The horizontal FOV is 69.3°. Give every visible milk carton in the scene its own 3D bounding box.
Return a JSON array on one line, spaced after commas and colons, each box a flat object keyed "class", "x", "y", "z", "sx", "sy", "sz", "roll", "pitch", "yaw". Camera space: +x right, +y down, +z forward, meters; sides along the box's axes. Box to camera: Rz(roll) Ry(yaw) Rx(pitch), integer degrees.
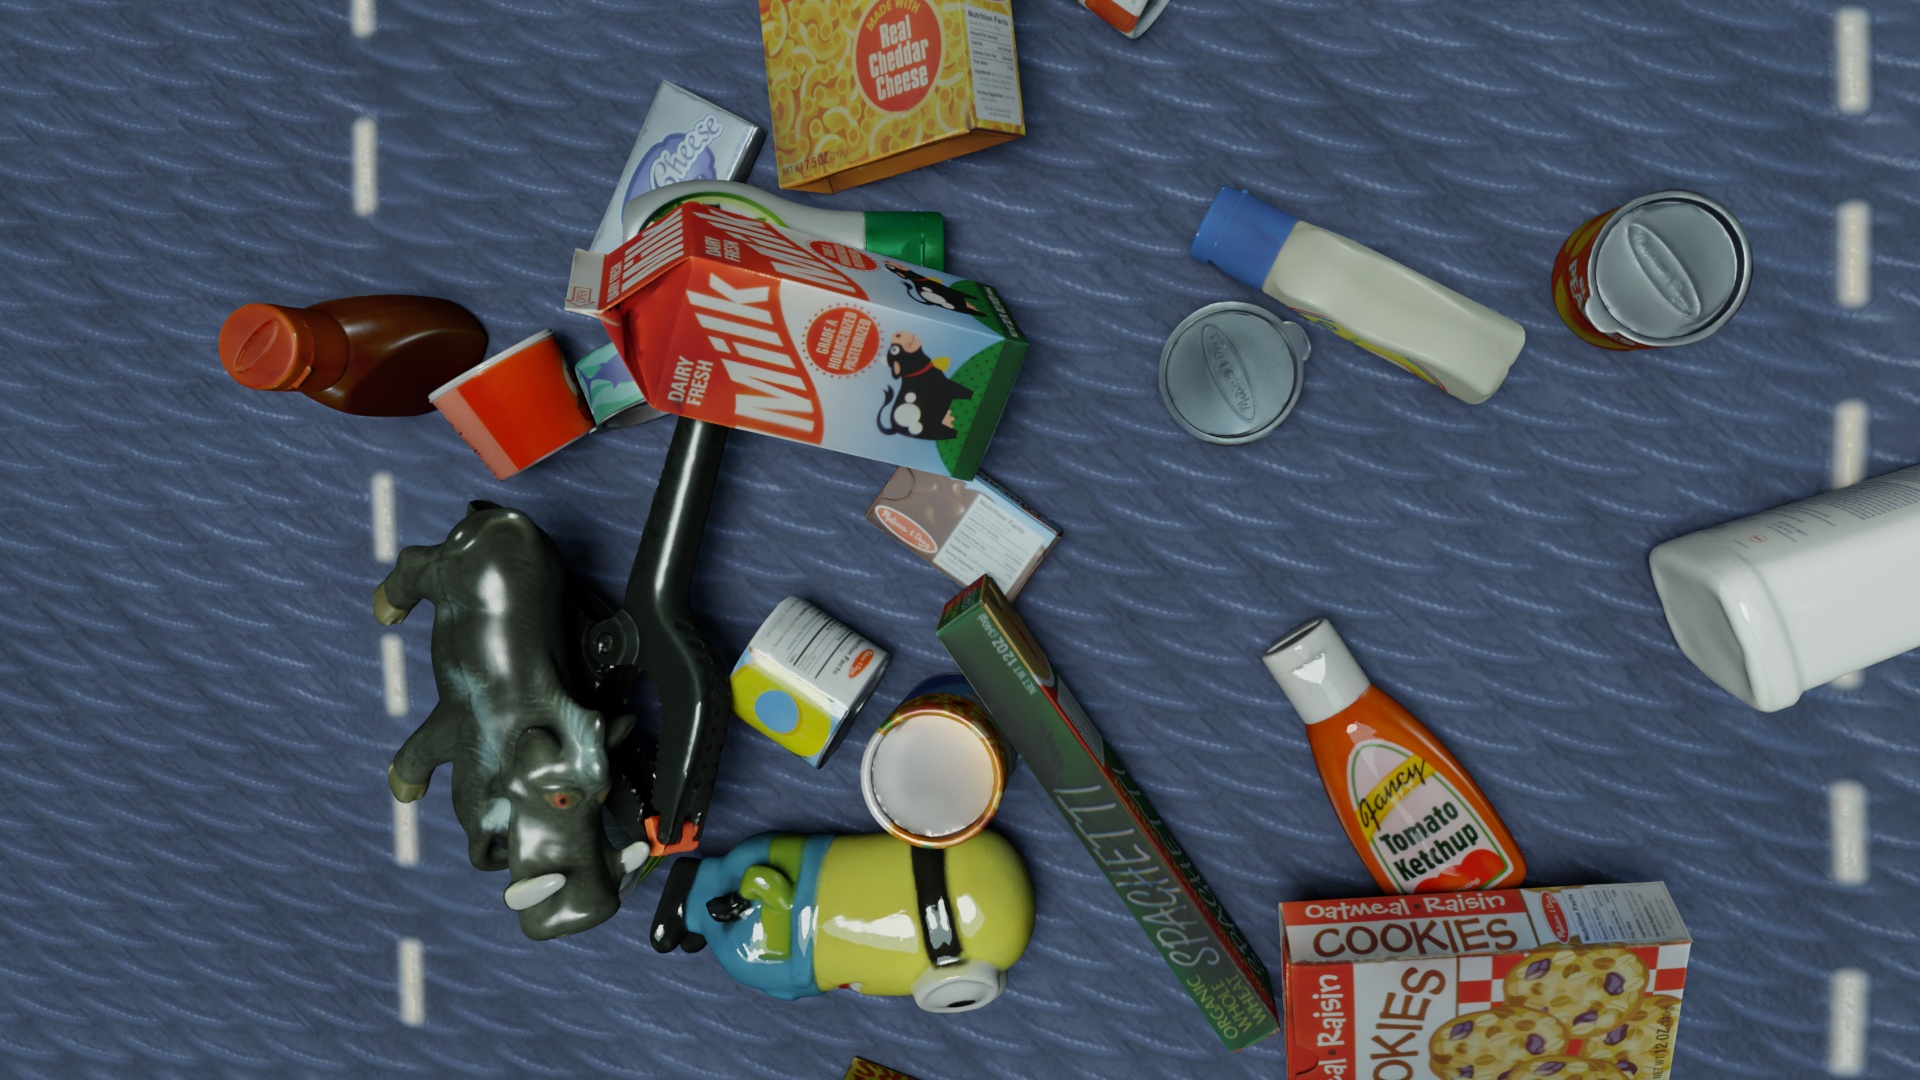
[{"class": "milk carton", "x": -0.075, "y": -0.092, "z": 0.612, "sx": 0.191, "sy": 0.072, "sz": 0.073, "roll": 13, "pitch": 117, "yaw": -19}]

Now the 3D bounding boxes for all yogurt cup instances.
[{"class": "yogurt cup", "x": -0.217, "y": -0.065, "z": 0.683, "sx": 0.072, "sy": 0.072, "sz": 0.054, "roll": -28, "pitch": 103, "yaw": 9}]

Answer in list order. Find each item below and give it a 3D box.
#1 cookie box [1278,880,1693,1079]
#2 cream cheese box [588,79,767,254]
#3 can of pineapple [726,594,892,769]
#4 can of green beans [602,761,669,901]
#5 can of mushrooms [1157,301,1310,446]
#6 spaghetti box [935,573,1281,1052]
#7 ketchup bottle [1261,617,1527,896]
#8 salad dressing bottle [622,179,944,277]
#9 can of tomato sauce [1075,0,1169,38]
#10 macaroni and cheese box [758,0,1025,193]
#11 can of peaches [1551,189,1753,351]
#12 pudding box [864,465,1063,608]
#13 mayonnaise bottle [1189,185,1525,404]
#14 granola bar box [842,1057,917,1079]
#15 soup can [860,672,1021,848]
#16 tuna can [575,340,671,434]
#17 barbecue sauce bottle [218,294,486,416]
[{"class": "cookie box", "x": 0.232, "y": 0.217, "z": 0.631, "sx": 0.167, "sy": 0.040, "sz": 0.122, "roll": -5, "pitch": 121, "yaw": 8}, {"class": "cream cheese box", "x": -0.141, "y": -0.167, "z": 0.685, "sx": 0.053, "sy": 0.024, "sz": 0.103, "roll": 26, "pitch": 97, "yaw": 5}, {"class": "can of pineapple", "x": -0.075, "y": 0.069, "z": 0.674, "sx": 0.058, "sy": 0.071, "sz": 0.071, "roll": 32, "pitch": 98, "yaw": 5}, {"class": "can of green beans", "x": -0.180, "y": 0.145, "z": 0.697, "sx": 0.071, "sy": 0.058, "sz": 0.071, "roll": 1, "pitch": 95, "yaw": 8}, {"class": "can of mushrooms", "x": 0.128, "y": -0.078, "z": 0.651, "sx": 0.071, "sy": 0.033, "sz": 0.071, "roll": 1, "pitch": 94, "yaw": 8}, {"class": "spaghetti box", "x": 0.071, "y": 0.128, "z": 0.650, "sx": 0.028, "sy": 0.050, "sz": 0.250, "roll": -33, "pitch": 98, "yaw": 11}, {"class": "ketchup bottle", "x": 0.197, "y": 0.107, "z": 0.651, "sx": 0.064, "sy": 0.043, "sz": 0.149, "roll": -34, "pitch": 89, "yaw": 12}, {"class": "salad dressing bottle", "x": -0.082, "y": -0.137, "z": 0.655, "sx": 0.148, "sy": 0.044, "sz": 0.064, "roll": -2, "pitch": 104, "yaw": -7}, {"class": "can of tomato sauce", "x": 0.063, "y": -0.279, "z": 0.629, "sx": 0.083, "sy": 0.071, "sz": 0.071, "roll": 36, "pitch": 98, "yaw": 3}, {"class": "macaroni and cheese box", "x": -0.038, "y": -0.253, "z": 0.629, "sx": 0.123, "sy": 0.040, "sz": 0.166, "roll": -3, "pitch": 94, "yaw": 41}, {"class": "can of peaches", "x": 0.300, "y": -0.116, "z": 0.612, "sx": 0.071, "sy": 0.058, "sz": 0.071, "roll": 1, "pitch": 95, "yaw": 8}, {"class": "pudding box", "x": 0.002, "y": -0.008, "z": 0.675, "sx": 0.084, "sy": 0.030, "sz": 0.049, "roll": 35, "pitch": 100, "yaw": 4}, {"class": "mayonnaise bottle", "x": 0.177, "y": -0.112, "z": 0.629, "sx": 0.148, "sy": 0.065, "sz": 0.041, "roll": 29, "pitch": 102, "yaw": 9}, {"class": "granola bar box", "x": 0.001, "y": 0.350, "z": 0.698, "sx": 0.166, "sy": 0.039, "sz": 0.124, "roll": 18, "pitch": 96, "yaw": 6}, {"class": "soup can", "x": -0.005, "y": 0.102, "z": 0.657, "sx": 0.071, "sy": 0.084, "sz": 0.071, "roll": 1, "pitch": 95, "yaw": 7}, {"class": "tuna can", "x": -0.152, "y": -0.079, "z": 0.672, "sx": 0.071, "sy": 0.071, "sz": 0.033, "roll": -21, "pitch": 90, "yaw": 9}, {"class": "barbecue sauce bottle", "x": -0.280, "y": -0.087, "z": 0.647, "sx": 0.043, "sy": 0.149, "sz": 0.065, "roll": 44, "pitch": 99, "yaw": 2}]
